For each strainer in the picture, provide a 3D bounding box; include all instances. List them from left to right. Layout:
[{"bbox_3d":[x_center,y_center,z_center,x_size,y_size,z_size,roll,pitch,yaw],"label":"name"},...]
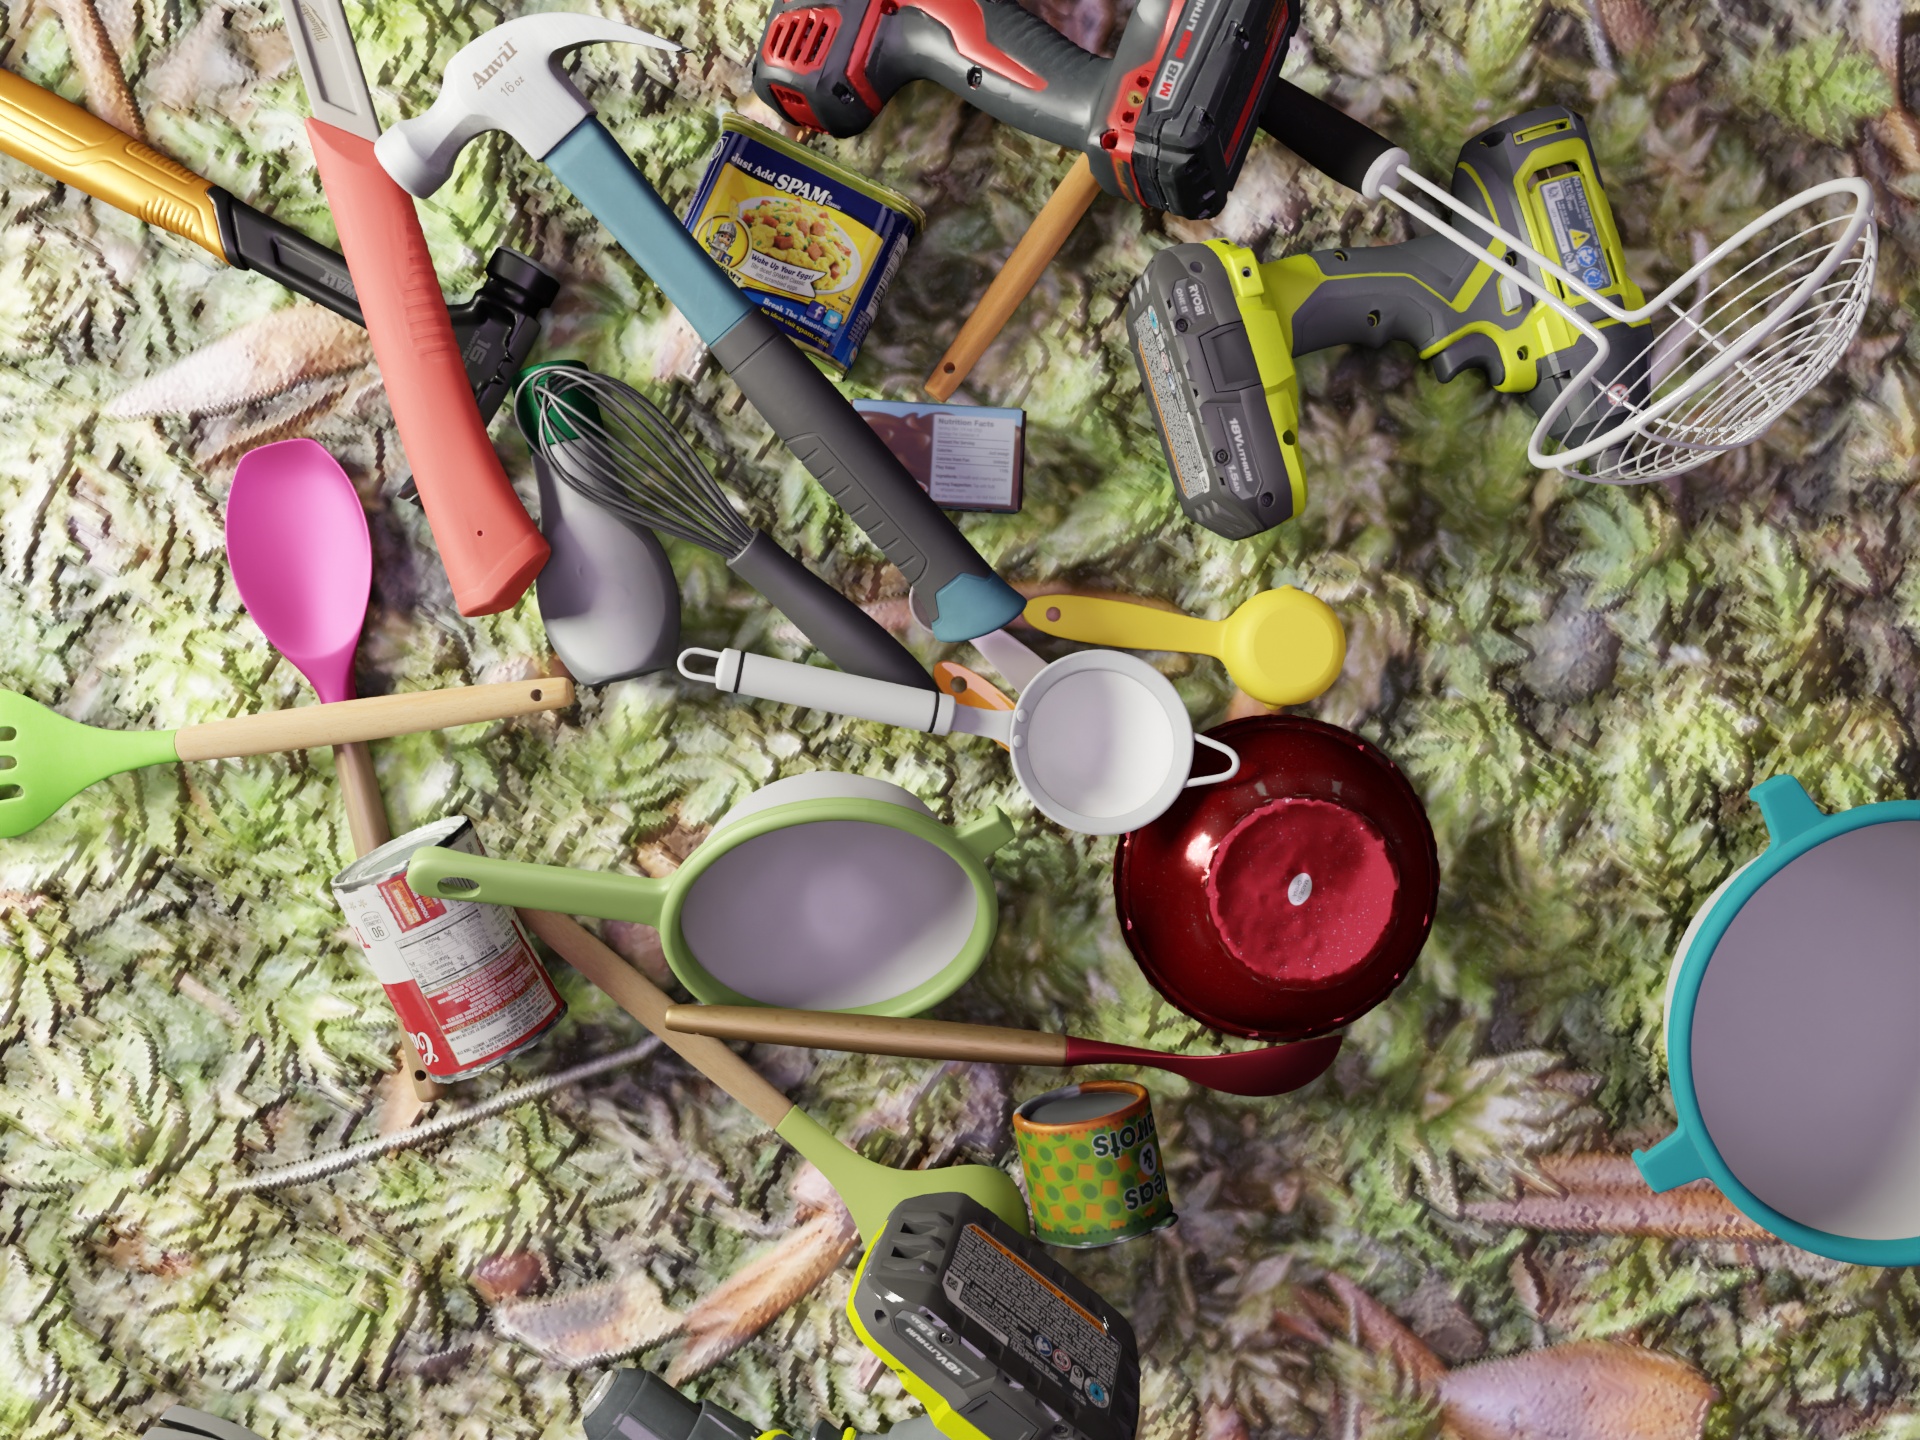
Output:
[{"bbox_3d":[-0.111,0.066,0.717,0.256,0.069,0.151,8,129,-13],"label":"strainer"},{"bbox_3d":[-0.001,-0.002,0.731,0.258,0.050,0.087,12,79,-9],"label":"strainer"},{"bbox_3d":[0.478,0.153,0.750,0.340,0.095,0.211,15,94,-5],"label":"strainer"}]

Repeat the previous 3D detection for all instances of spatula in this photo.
[{"bbox_3d":[0.079,-0.287,0.744,0.081,0.041,0.322,35,92,6],"label":"spatula"}]

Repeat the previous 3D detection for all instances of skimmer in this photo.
[{"bbox_3d":[0.189,-0.207,0.613,0.127,0.364,0.090,-45,136,12],"label":"skimmer"}]

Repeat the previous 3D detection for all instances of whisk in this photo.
[{"bbox_3d":[-0.100,-0.076,0.722,0.238,0.055,0.055,40,90,-20],"label":"whisk"}]

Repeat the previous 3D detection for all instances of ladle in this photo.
[{"bbox_3d":[-0.101,0.169,0.759,0.320,0.062,0.078,38,97,4],"label":"ladle"},{"bbox_3d":[0.023,0.149,0.734,0.315,0.069,0.031,6,72,-6],"label":"ladle"}]

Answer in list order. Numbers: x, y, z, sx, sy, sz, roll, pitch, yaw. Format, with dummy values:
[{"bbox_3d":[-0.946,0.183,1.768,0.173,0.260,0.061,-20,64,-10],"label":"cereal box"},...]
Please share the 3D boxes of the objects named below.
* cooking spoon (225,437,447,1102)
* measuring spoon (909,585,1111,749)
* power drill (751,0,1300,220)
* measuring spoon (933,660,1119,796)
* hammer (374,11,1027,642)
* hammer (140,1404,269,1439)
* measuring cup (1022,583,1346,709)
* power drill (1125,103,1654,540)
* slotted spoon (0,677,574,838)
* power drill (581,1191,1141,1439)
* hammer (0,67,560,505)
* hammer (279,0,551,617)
[{"bbox_3d":[-0.286,0.025,0.752,0.069,0.017,0.319,-12,92,3],"label":"cooking spoon"},{"bbox_3d":[0.025,-0.029,0.767,0.124,0.018,0.034,42,93,-10],"label":"measuring spoon"},{"bbox_3d":[0.033,-0.334,0.703,0.227,0.080,0.188,22,91,16],"label":"power drill"},{"bbox_3d":[0.032,0.011,0.769,0.117,0.011,0.021,40,75,0],"label":"measuring spoon"},{"bbox_3d":[-0.091,-0.160,0.695,0.128,0.033,0.330,-38,106,14],"label":"hammer"},{"bbox_3d":[-0.432,0.474,0.754,0.335,0.035,0.146,-41,94,0],"label":"hammer"},{"bbox_3d":[0.108,-0.042,0.758,0.156,0.029,0.062,8,92,-4],"label":"measuring cup"},{"bbox_3d":[0.204,-0.170,0.737,0.223,0.080,0.171,-18,92,-5],"label":"power drill"},{"bbox_3d":[-0.333,0.006,0.731,0.314,0.031,0.070,-7,92,2],"label":"slotted spoon"},{"bbox_3d":[-0.049,0.317,0.713,0.190,0.080,0.228,39,115,-3],"label":"power drill"},{"bbox_3d":[-0.362,-0.231,0.732,0.337,0.034,0.127,29,90,-3],"label":"hammer"},{"bbox_3d":[-0.267,-0.218,0.702,0.149,0.037,0.359,-17,91,-3],"label":"hammer"}]
